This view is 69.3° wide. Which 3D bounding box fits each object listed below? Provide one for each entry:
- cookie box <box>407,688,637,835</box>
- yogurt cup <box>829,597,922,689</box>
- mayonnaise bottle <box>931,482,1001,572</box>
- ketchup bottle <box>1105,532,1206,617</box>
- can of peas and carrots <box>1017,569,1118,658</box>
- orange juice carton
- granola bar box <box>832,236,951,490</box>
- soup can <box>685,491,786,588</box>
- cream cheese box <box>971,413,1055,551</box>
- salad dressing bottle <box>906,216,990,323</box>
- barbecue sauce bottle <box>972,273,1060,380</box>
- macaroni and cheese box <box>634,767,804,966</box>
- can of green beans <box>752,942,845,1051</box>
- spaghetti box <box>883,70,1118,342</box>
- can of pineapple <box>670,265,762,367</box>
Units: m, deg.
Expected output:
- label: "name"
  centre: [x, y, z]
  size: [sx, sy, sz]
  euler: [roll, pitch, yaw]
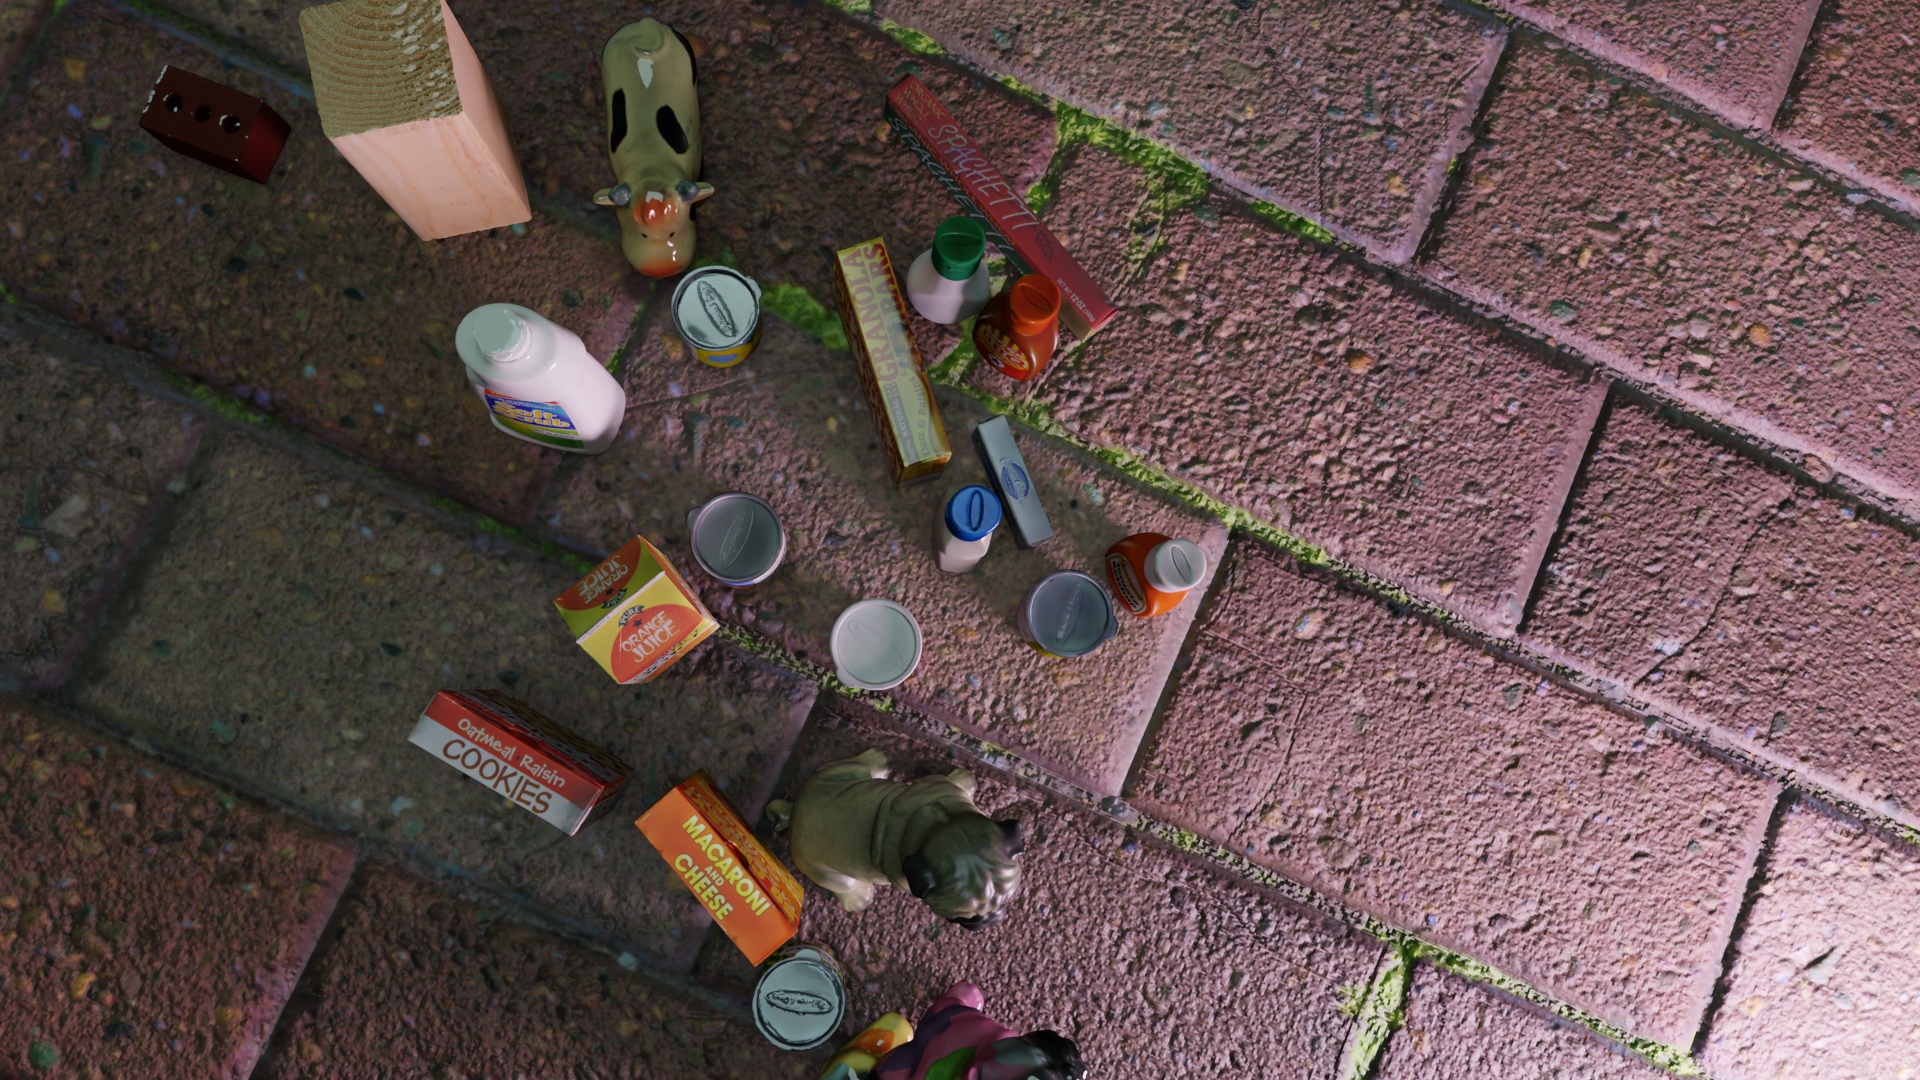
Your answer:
- label: "cookie box"
  centre: [-0.296, 0.148, 0.961]
  size: [0.123, 0.167, 0.040]
  euler: [30, 82, -2]
- label: "yogurt cup"
  centre: [-0.065, 0.079, 1.049]
  size: [0.072, 0.054, 0.072]
  euler: [1, 84, -6]
- label: "mayonnaise bottle"
  centre: [0.004, -0.013, 1.018]
  size: [0.041, 0.148, 0.065]
  euler: [4, 84, -5]
- label: "ketchup bottle"
  centre: [0.146, 0.023, 1.028]
  size: [0.043, 0.148, 0.064]
  euler: [-24, 87, -7]
- label: "can of peas and carrots"
  centre: [0.081, 0.058, 1.064]
  size: [0.071, 0.058, 0.071]
  euler: [1, 84, -6]
- label: "orange juice carton"
  centre: [-0.223, 0.050, 0.966]
  size: [0.072, 0.192, 0.073]
  euler: [-39, 89, -8]
- label: "granola bar box"
  centre: [-0.054, -0.127, 1.037]
  size: [0.039, 0.124, 0.165]
  euler: [-17, 86, -7]
- label: "soup can"
  centre: [-0.166, 0.000, 1.033]
  size: [0.071, 0.083, 0.071]
  euler: [1, 84, -6]
- label: "cream cheese box"
  centre: [0.040, -0.043, 1.073]
  size: [0.024, 0.053, 0.104]
  euler: [-22, 86, -7]
- label: "salad dressing bottle"
  centre: [-0.006, -0.201, 1.039]
  size: [0.064, 0.147, 0.044]
  euler: [5, 84, -5]
- label: "barbecue sauce bottle"
  centre: [0.046, -0.162, 1.039]
  size: [0.065, 0.148, 0.044]
  euler: [40, 82, -1]
- label: "macaroni and cheese box"
  centre: [-0.163, 0.221, 0.967]
  size: [0.040, 0.166, 0.123]
  euler: [-40, 89, -8]
- label: "can of green beans"
  centre: [-0.117, 0.331, 1.014]
  size: [0.071, 0.057, 0.071]
  euler: [1, 84, -6]
- label: "spaghetti box"
  centre: [0.029, -0.262, 1.098]
  size: [0.029, 0.050, 0.250]
  euler: [-41, 89, -8]
- label: "can of pineapple"
  centre: [-0.183, -0.171, 1.063]
  size: [0.071, 0.058, 0.071]
  euler: [1, 84, -6]
